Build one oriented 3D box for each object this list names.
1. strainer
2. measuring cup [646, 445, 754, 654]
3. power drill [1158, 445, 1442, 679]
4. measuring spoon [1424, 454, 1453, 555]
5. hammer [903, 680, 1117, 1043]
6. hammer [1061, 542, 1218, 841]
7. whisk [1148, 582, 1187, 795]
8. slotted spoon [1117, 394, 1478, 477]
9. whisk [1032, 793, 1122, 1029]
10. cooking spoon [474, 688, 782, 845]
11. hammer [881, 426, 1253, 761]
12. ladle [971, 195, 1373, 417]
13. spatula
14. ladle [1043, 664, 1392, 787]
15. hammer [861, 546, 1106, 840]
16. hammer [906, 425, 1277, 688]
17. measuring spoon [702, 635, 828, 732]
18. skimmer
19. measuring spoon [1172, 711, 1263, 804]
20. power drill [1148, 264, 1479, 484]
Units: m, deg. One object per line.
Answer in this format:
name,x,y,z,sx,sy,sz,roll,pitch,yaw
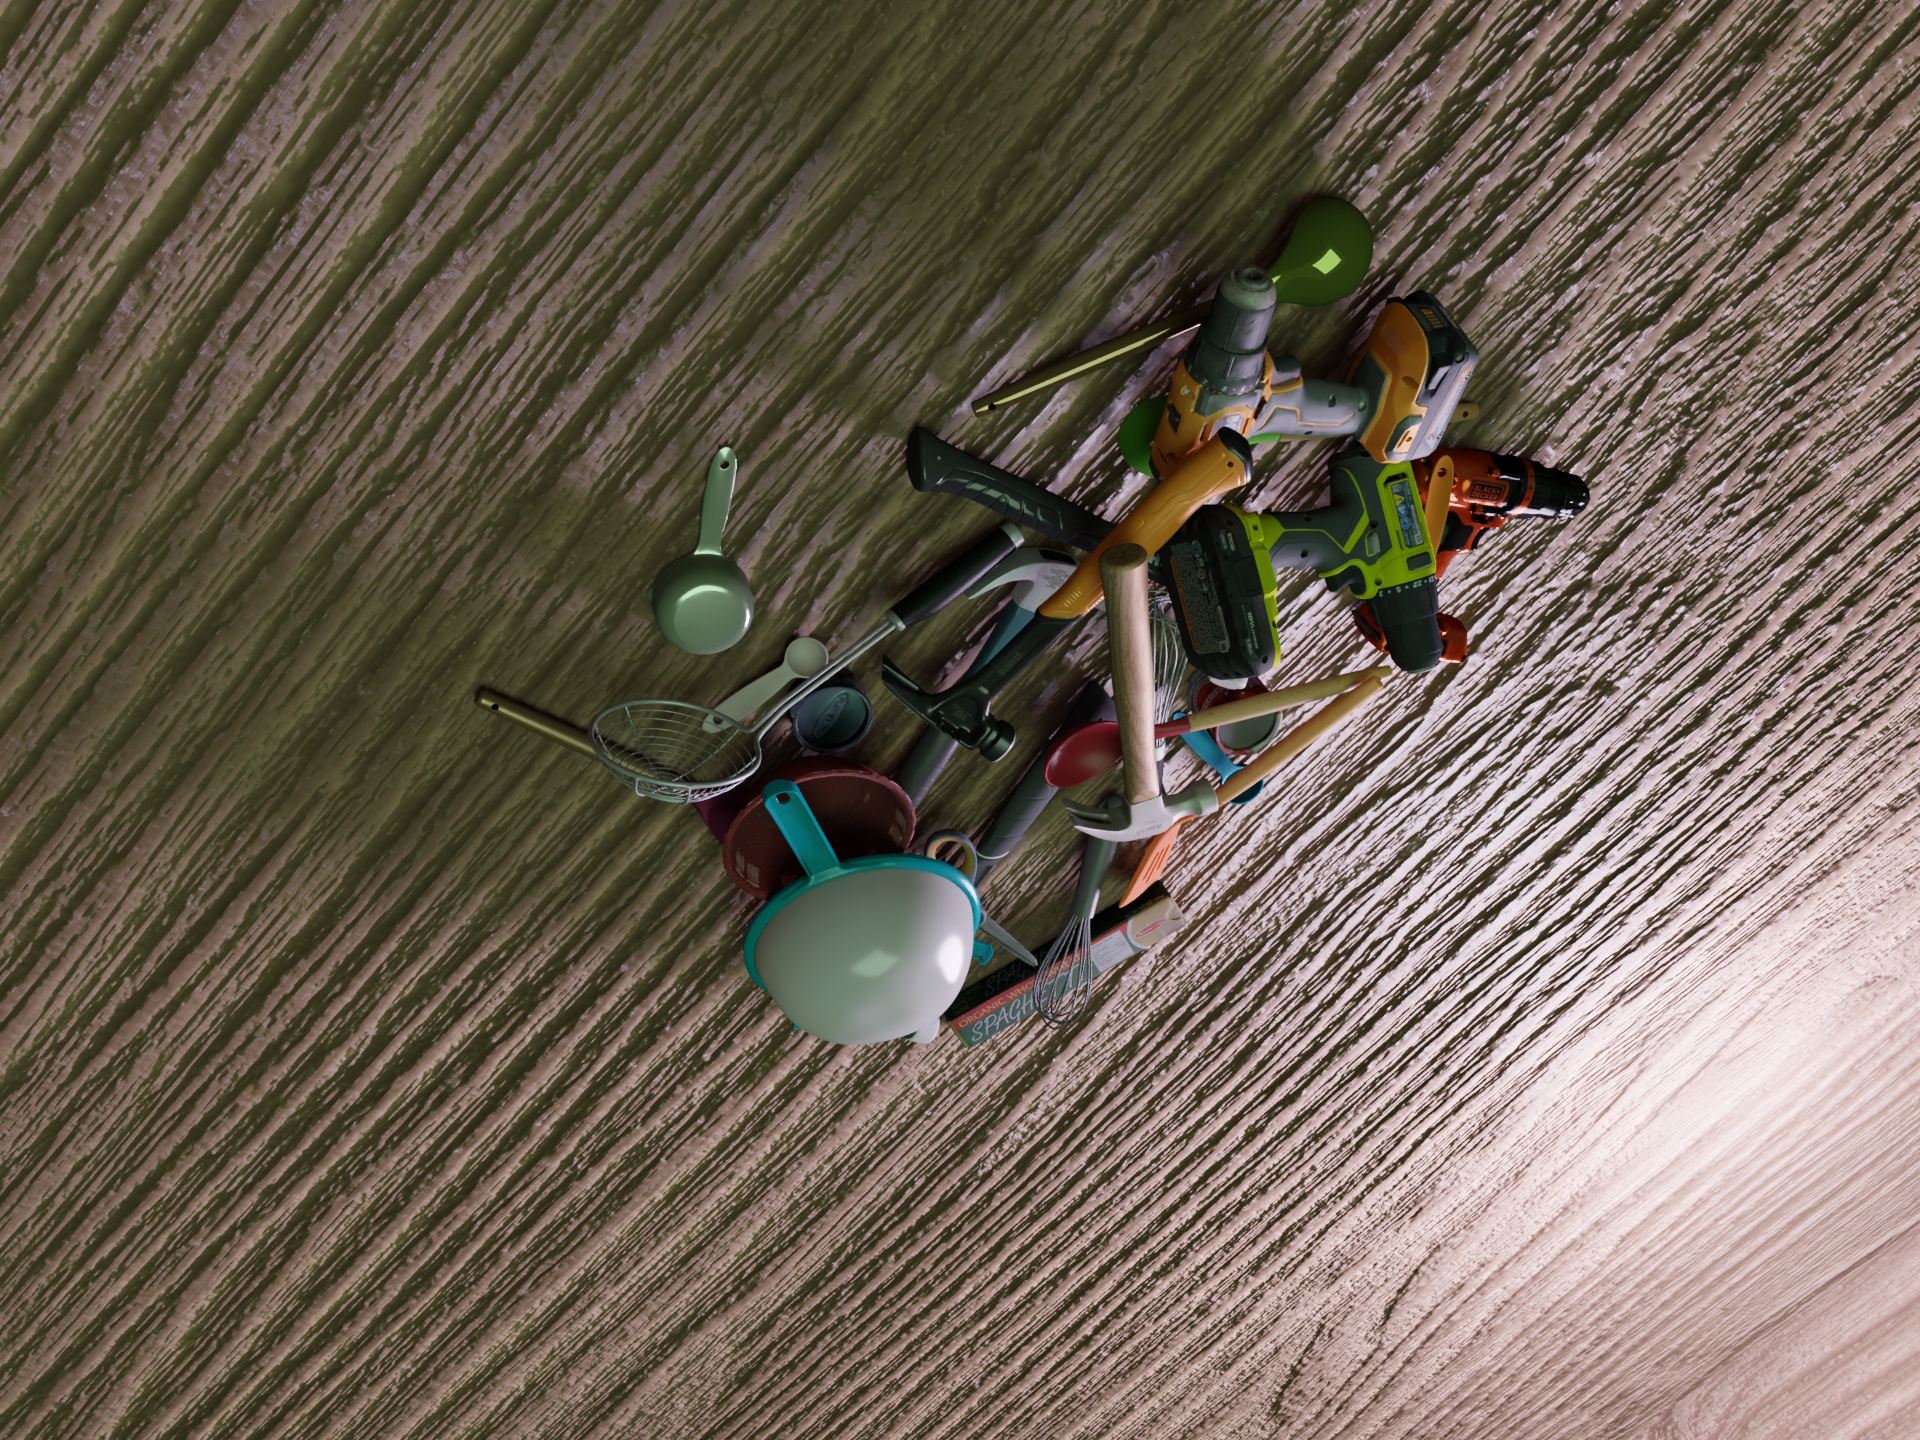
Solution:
strainer,-0.090,0.176,1.310,0.211,0.095,0.340,-20,140,1
measuring cup,-0.184,-0.122,1.180,0.083,0.038,0.167,2,126,-21
power drill,0.283,-0.109,1.258,0.228,0.080,0.190,-18,96,-26
measuring spoon,0.388,-0.163,1.309,0.021,0.011,0.116,-3,118,-10
hammer,0.013,0.129,1.435,0.149,0.036,0.409,23,114,-30
hammer,0.135,-0.011,1.253,0.130,0.031,0.331,-19,139,-5
whisk,0.169,-0.001,1.384,0.070,0.070,0.284,-14,133,-9
slotted spoon,0.276,-0.235,1.271,0.313,0.031,0.070,-8,122,-16
whisk,0.114,0.179,1.477,0.055,0.055,0.239,6,108,-23
cooking spoon,-0.248,0.044,1.290,0.318,0.017,0.068,28,107,-34
hammer,0.085,-0.102,1.201,0.127,0.034,0.337,34,121,-23
ladle,0.155,-0.298,1.181,0.320,0.062,0.078,-22,127,5
spatula,0.254,0.063,1.418,0.322,0.041,0.081,-41,170,33
ladle,0.217,-0.004,1.341,0.315,0.031,0.069,-14,140,-7
hammer,-0.002,-0.004,1.333,0.128,0.033,0.331,19,116,-31
hammer,0.107,-0.150,1.241,0.334,0.035,0.146,22,80,-22
measuring spoon,-0.158,-0.028,1.276,0.124,0.018,0.034,-34,108,14
skimmer,-0.109,-0.059,1.205,0.363,0.127,0.090,-37,134,-8
measuring spoon,0.231,0.029,1.455,0.042,0.021,0.128,-40,118,12
power drill,0.259,-0.257,1.163,0.226,0.084,0.185,-11,144,-17
